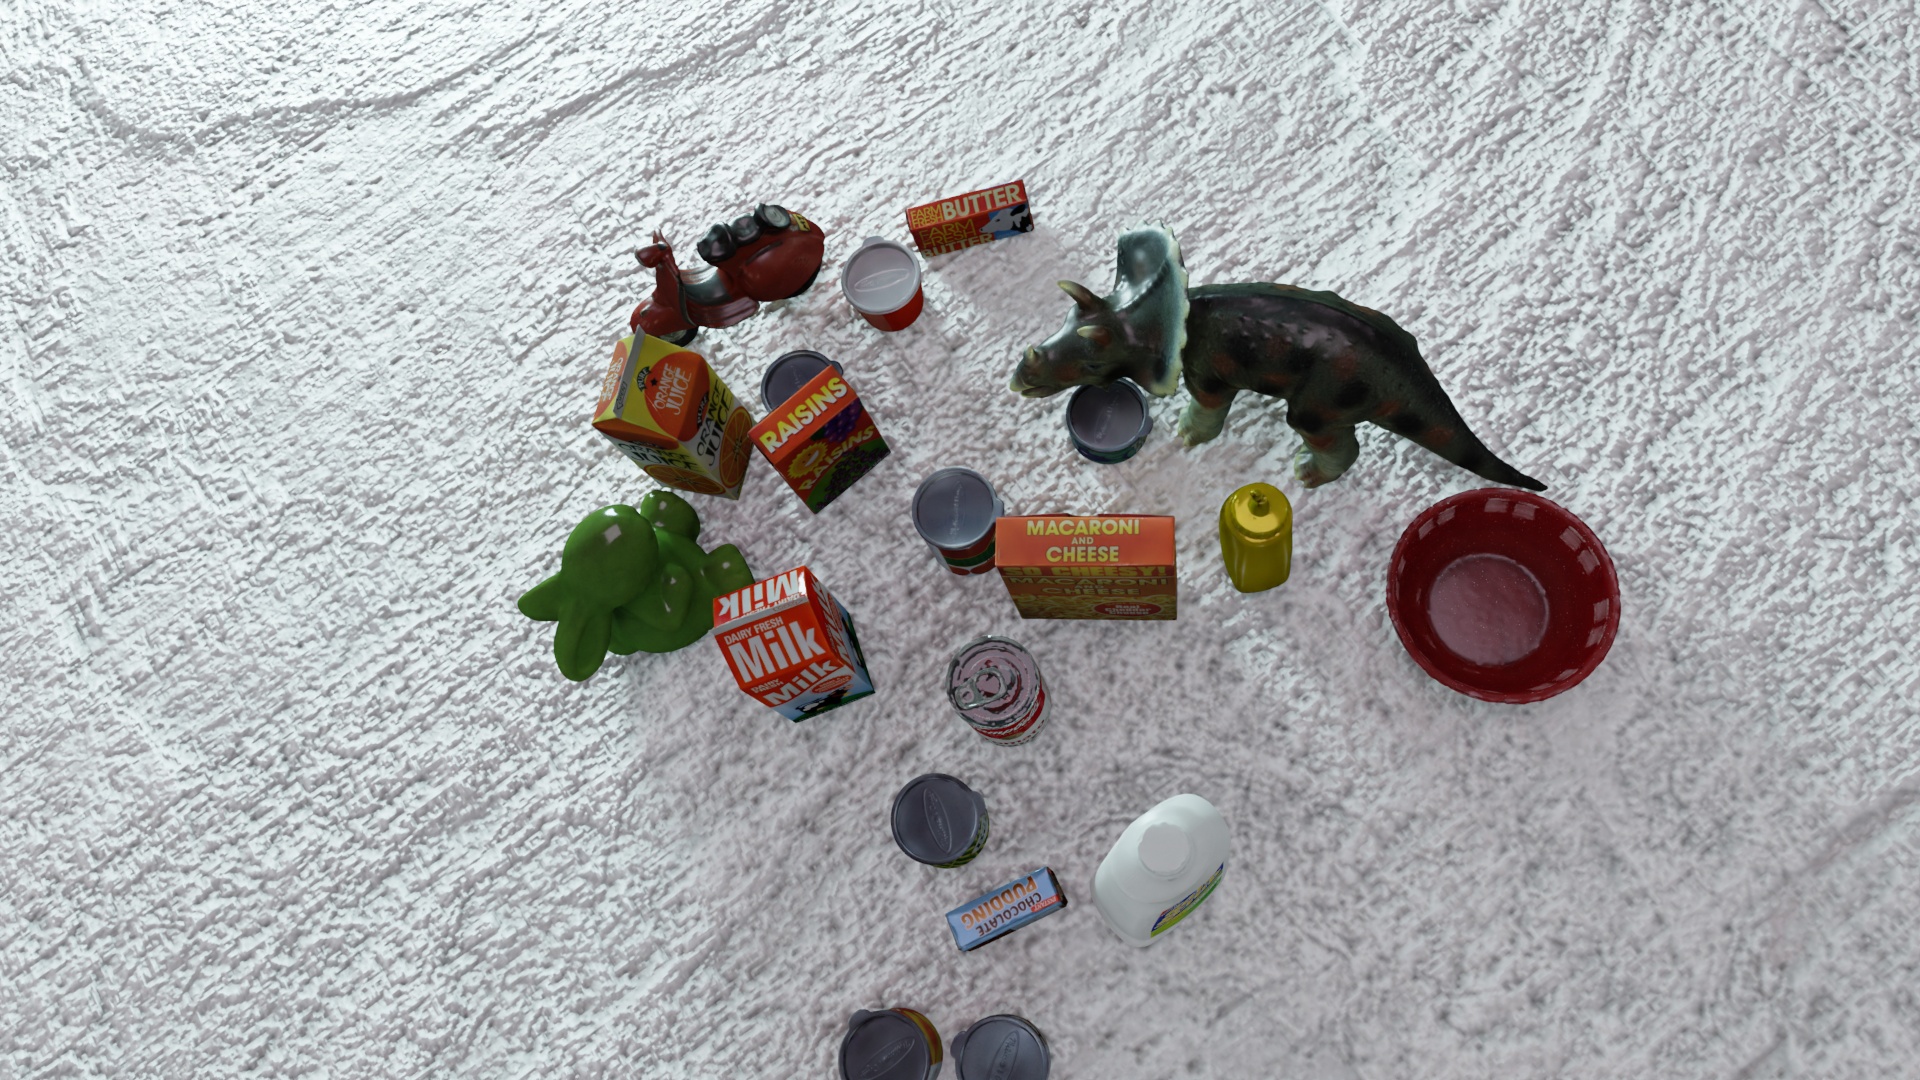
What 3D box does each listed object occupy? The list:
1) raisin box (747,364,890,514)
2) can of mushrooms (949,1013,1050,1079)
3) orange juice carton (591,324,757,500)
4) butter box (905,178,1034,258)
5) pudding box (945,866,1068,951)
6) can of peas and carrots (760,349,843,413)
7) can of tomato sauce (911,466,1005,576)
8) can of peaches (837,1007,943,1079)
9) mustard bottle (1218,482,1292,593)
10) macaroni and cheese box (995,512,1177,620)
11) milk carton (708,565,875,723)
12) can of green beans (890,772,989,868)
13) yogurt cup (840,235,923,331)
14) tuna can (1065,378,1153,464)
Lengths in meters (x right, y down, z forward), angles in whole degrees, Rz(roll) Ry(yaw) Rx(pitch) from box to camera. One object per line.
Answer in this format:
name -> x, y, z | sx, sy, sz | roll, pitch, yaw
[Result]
raisin box -> -0.110, -0.078, 1.102 | 0.086, 0.123, 0.040 | -39, 72, -4
can of mushrooms -> 0.029, 0.371, 0.990 | 0.071, 0.033, 0.071 | -3, 73, 8
orange juice carton -> -0.227, -0.098, 1.091 | 0.073, 0.192, 0.072 | 10, 76, 12
butter box -> 0.009, -0.272, 1.180 | 0.103, 0.053, 0.024 | -13, 72, 5
pudding box -> 0.034, 0.269, 1.012 | 0.084, 0.049, 0.030 | -26, 71, 1
can of peas and carrots -> -0.124, -0.118, 1.151 | 0.071, 0.058, 0.071 | -3, 73, 8
can of tomato sauce -> 0.004, -0.014, 1.086 | 0.071, 0.083, 0.071 | -3, 73, 8
can of peaches -> -0.050, 0.366, 0.991 | 0.071, 0.058, 0.071 | -3, 73, 8
mustard bottle -> 0.216, -0.007, 1.009 | 0.049, 0.160, 0.065 | -14, 72, 5
macaroni and cheese box -> 0.096, 0.022, 1.016 | 0.124, 0.166, 0.040 | 0, 74, 9
milk carton -> -0.124, 0.075, 1.022 | 0.072, 0.190, 0.073 | -21, 71, 3
can of green beans -> -0.014, 0.209, 1.033 | 0.071, 0.057, 0.071 | -3, 73, 8
yogurt cup -> -0.062, -0.212, 1.173 | 0.072, 0.054, 0.072 | -3, 73, 8
tuna can -> 0.121, -0.096, 1.119 | 0.071, 0.032, 0.071 | -3, 73, 8
